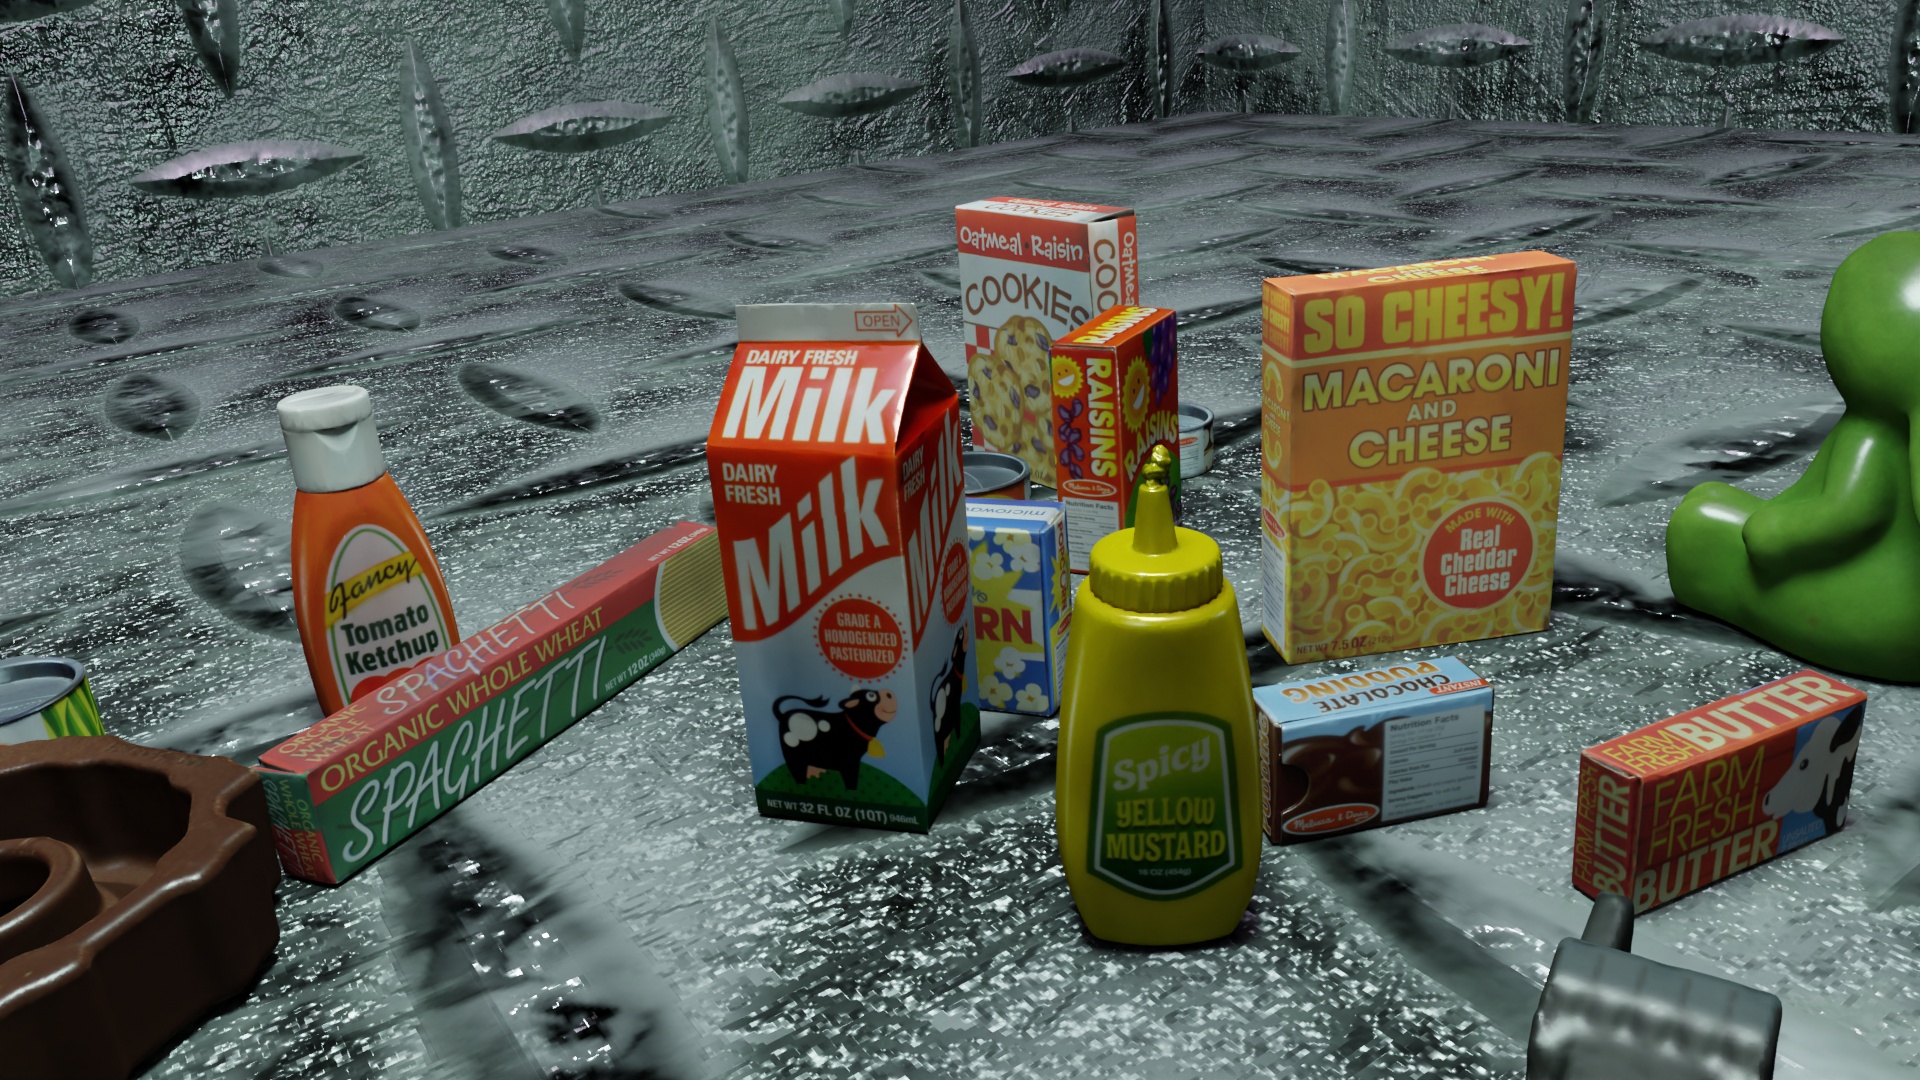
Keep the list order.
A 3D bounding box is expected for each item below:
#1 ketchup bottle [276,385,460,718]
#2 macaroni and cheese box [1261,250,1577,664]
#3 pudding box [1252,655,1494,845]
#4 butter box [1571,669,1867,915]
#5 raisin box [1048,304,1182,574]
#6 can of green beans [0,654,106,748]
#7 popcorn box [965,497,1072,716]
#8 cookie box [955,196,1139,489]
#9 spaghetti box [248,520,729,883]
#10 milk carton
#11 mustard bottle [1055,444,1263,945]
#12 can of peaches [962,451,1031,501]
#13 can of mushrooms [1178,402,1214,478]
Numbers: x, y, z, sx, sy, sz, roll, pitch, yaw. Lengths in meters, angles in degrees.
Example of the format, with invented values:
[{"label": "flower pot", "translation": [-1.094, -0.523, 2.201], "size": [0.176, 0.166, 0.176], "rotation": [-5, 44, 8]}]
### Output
[{"label": "ketchup bottle", "translation": [-0.265, 0.007, 0.615], "size": [0.065, 0.148, 0.043], "rotation": [-19, 25, -32]}, {"label": "macaroni and cheese box", "translation": [0.194, -0.035, 0.603], "size": [0.124, 0.165, 0.040], "rotation": [-7, 21, -6]}, {"label": "pudding box", "translation": [0.145, 0.074, 0.496], "size": [0.084, 0.049, 0.030], "rotation": [-9, 22, -10]}, {"label": "butter box", "translation": [0.247, 0.081, 0.452], "size": [0.104, 0.053, 0.024], "rotation": [-13, 23, -20]}, {"label": "raisin box", "translation": [0.083, -0.054, 0.730], "size": [0.040, 0.123, 0.086], "rotation": [7, 24, 29]}, {"label": "can of green beans", "translation": [-0.382, 0.087, 0.561], "size": [0.071, 0.057, 0.071], "rotation": [-4, 21, 2]}, {"label": "popcorn box", "translation": [-0.016, 0.025, 0.604], "size": [0.127, 0.085, 0.038], "rotation": [3, 23, 20]}, {"label": "cookie box", "translation": [0.054, -0.118, 0.838], "size": [0.040, 0.166, 0.123], "rotation": [-19, 26, -33]}, {"label": "spaghetti box", "translation": [-0.186, 0.059, 0.602], "size": [0.028, 0.050, 0.251], "rotation": [6, 24, 27]}, {"label": "milk carton", "translation": [-0.041, 0.006, 0.516], "size": [0.072, 0.189, 0.074], "rotation": [2, 22, 18]}, {"label": "mustard bottle", "translation": [0.060, 0.048, 0.429], "size": [0.065, 0.159, 0.049], "rotation": [-4, 21, 2]}, {"label": "can of peaches", "translation": [0.003, -0.009, 0.723], "size": [0.071, 0.057, 0.071], "rotation": [-4, 21, 2]}, {"label": "can of mushrooms", "translation": [0.125, -0.063, 0.867], "size": [0.071, 0.033, 0.071], "rotation": [-4, 22, 2]}]
